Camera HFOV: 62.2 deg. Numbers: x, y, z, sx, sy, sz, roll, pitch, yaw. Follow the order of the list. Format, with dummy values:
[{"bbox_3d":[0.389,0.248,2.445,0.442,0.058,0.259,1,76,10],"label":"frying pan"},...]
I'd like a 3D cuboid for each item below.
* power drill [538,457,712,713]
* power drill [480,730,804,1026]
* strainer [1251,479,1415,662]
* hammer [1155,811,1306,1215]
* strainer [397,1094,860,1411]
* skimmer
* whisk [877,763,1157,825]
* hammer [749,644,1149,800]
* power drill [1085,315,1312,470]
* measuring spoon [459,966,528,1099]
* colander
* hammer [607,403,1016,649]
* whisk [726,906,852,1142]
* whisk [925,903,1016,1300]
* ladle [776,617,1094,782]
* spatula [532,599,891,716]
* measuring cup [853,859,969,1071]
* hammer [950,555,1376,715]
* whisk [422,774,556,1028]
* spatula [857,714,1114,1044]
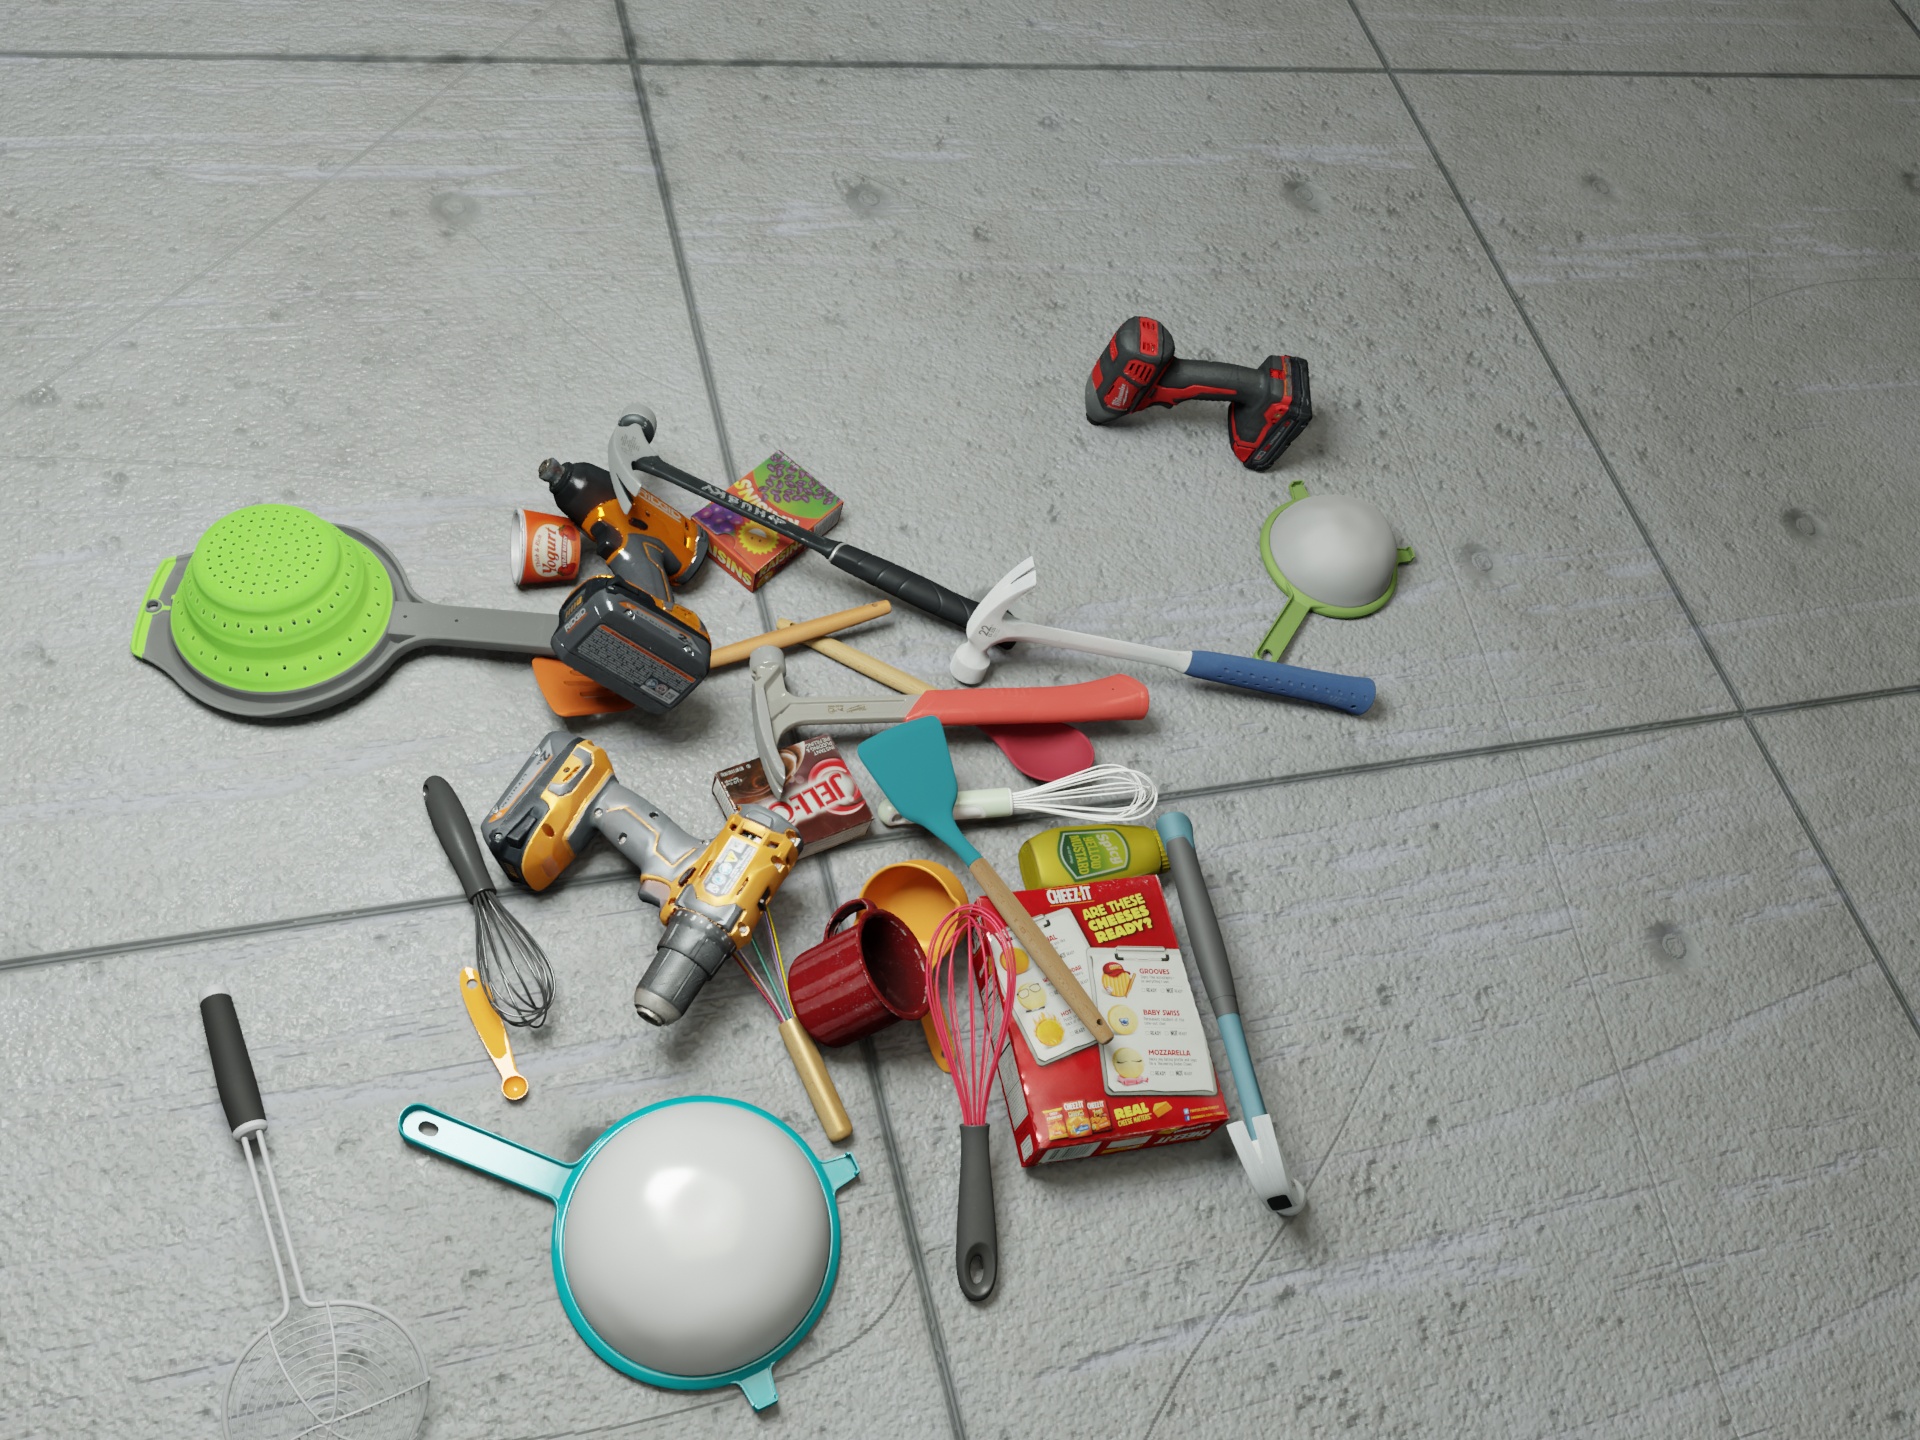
[{"bbox_3d":[-0.289,-0.127,1.347,0.164,0.084,0.227,33,28,-34],"label":"power drill"},{"bbox_3d":[-0.261,0.122,1.243,0.226,0.084,0.185,22,62,15],"label":"power drill"},{"bbox_3d":[0.361,-0.148,1.595,0.151,0.069,0.256,33,56,6],"label":"strainer"},{"bbox_3d":[0.215,0.230,1.298,0.033,0.128,0.331,-19,63,12],"label":"hammer"},{"bbox_3d":[-0.243,0.336,1.137,0.340,0.095,0.211,23,57,-2],"label":"strainer"},{"bbox_3d":[-0.475,0.351,1.110,0.127,0.090,0.364,-20,56,-20],"label":"skimmer"},{"bbox_3d":[0.051,0.071,1.388,0.246,0.057,0.059,-4,49,-5],"label":"whisk"},{"bbox_3d":[-0.002,-0.004,1.399,0.359,0.036,0.149,-1,51,-17],"label":"hammer"},{"bbox_3d":[0.239,-0.335,1.642,0.219,0.143,0.079,11,62,-16],"label":"power drill"},{"bbox_3d":[-0.359,0.240,1.218,0.021,0.011,0.117,-19,63,-25],"label":"measuring spoon"},{"bbox_3d":[-0.483,-0.104,1.321,0.397,0.094,0.205,4,56,-7],"label":"colander"},{"bbox_3d":[-0.127,-0.158,1.435,0.408,0.036,0.149,24,30,-17],"label":"hammer"},{"bbox_3d":[-0.147,0.221,1.265,0.047,0.051,0.245,-21,72,-20],"label":"whisk"},{"bbox_3d":[0.010,0.289,1.217,0.073,0.073,0.296,1,80,-14],"label":"whisk"},{"bbox_3d":[-0.026,-0.022,1.448,0.315,0.031,0.069,26,53,4],"label":"ladle"},{"bbox_3d":[-0.211,-0.063,1.406,0.322,0.041,0.081,-18,47,-18],"label":"spatula"},{"bbox_3d":[-0.025,0.198,1.303,0.095,0.052,0.173,-15,89,18],"label":"measuring cup"},{"bbox_3d":[0.203,-0.059,1.482,0.405,0.144,0.035,10,48,-16],"label":"hammer"},{"bbox_3d":[-0.377,0.139,1.254,0.055,0.055,0.239,-20,62,-24],"label":"whisk"},{"bbox_3d":[0.028,0.129,1.280,0.082,0.044,0.318,-22,58,-28],"label":"spatula"}]
